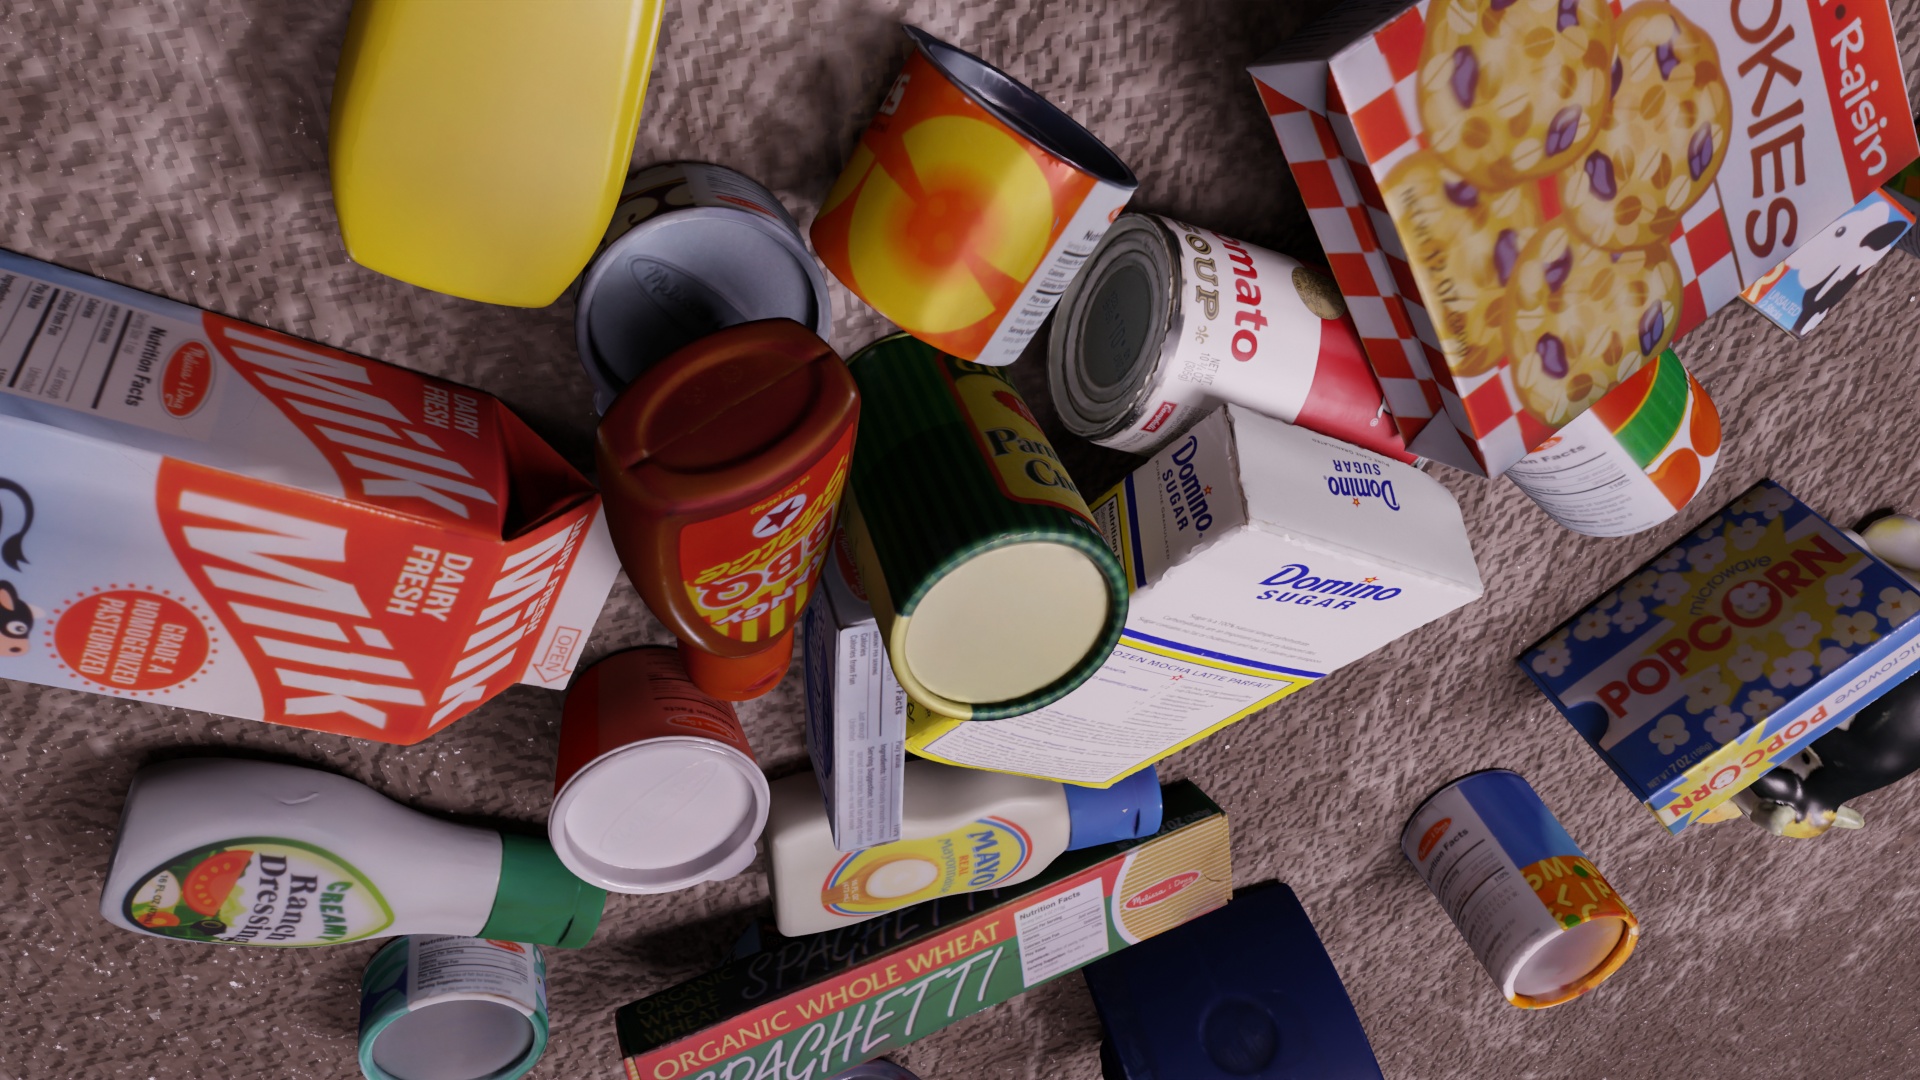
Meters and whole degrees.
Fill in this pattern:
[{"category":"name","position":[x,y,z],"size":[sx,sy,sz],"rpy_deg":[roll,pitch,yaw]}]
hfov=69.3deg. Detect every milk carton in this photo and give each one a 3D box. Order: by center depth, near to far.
[{"category":"milk carton","position":[-0.181,-0.006,0.350],"size":[0.191,0.074,0.072],"rpy_deg":[16,119,-30]}]

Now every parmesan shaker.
[{"category":"parmesan shaker","position":[0.001,-0.005,0.397],"size":[0.071,0.103,0.071],"rpy_deg":[-10,129,-13]}]

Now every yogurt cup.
[{"category":"yogurt cup","position":[-0.100,0.072,0.452],"size":[0.072,0.054,0.072],"rpy_deg":[-10,129,-12]}]

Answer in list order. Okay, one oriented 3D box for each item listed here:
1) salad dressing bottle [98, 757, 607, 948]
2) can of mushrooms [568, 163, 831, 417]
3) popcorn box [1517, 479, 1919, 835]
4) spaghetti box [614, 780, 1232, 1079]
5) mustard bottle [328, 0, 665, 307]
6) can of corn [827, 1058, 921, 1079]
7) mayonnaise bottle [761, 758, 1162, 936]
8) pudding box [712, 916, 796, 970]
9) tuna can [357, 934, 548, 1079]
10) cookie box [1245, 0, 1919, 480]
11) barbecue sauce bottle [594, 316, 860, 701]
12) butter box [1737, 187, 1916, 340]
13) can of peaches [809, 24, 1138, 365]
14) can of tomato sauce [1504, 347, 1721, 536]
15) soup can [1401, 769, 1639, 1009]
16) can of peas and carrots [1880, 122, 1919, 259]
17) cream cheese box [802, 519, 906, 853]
[{"category":"salad dressing bottle","position":[-0.191,0.107,0.453],"size":[0.148,0.044,0.064],"rpy_deg":[16,121,-29]},{"category":"can of mushrooms","position":[-0.072,-0.063,0.372],"size":[0.071,0.033,0.070],"rpy_deg":[-10,129,-13]},{"category":"popcorn box","position":[0.306,0.045,0.557],"size":[0.126,0.085,0.038],"rpy_deg":[-40,130,12]},{"category":"spaghetti box","position":[-0.007,0.161,0.542],"size":[0.251,0.029,0.050],"rpy_deg":[-18,119,-18]},{"category":"mustard bottle","position":[-0.092,-0.131,0.302],"size":[0.065,0.049,0.159],"rpy_deg":[12,120,-27]},{"category":"can of corn","position":[-0.046,0.279,0.623],"size":[0.071,0.071,0.058],"rpy_deg":[-5,128,-16]},{"category":"mayonnaise bottle","position":[0.001,0.106,0.523],"size":[0.148,0.041,0.064],"rpy_deg":[-8,128,-13]},{"category":"pudding box","position":[-0.083,0.195,0.569],"size":[0.049,0.030,0.083],"rpy_deg":[26,114,-32]},{"category":"tuna can","position":[-0.188,0.177,0.515],"size":[0.071,0.033,0.070],"rpy_deg":[-10,128,-13]},{"category":"cookie box","position":[0.172,-0.115,0.373],"size":[0.168,0.040,0.122],"rpy_deg":[-35,115,-10]},{"category":"barbecue sauce bottle","position":[-0.063,0.002,0.384],"size":[0.065,0.044,0.147],"rpy_deg":[-34,163,-23]},{"category":"butter box","position":[0.268,-0.110,0.464],"size":[0.103,0.024,0.053],"rpy_deg":[20,118,-31]},{"category":"can of peaches","position":[0.001,-0.088,0.359],"size":[0.071,0.071,0.057],"rpy_deg":[20,118,-31]},{"category":"can of tomato sauce","position":[0.204,-0.049,0.462],"size":[0.083,0.071,0.071],"rpy_deg":[31,111,-36]},{"category":"soup can","position":[0.252,0.156,0.624],"size":[0.071,0.084,0.071],"rpy_deg":[-10,129,-13]},{"category":"can of peas and carrots","position":[0.363,-0.118,0.469],"size":[0.071,0.059,0.070],"rpy_deg":[-10,129,-13]},{"category":"cream cheese box","position":[-0.036,0.049,0.457],"size":[0.024,0.053,0.103],"rpy_deg":[-7,128,-14]}]
